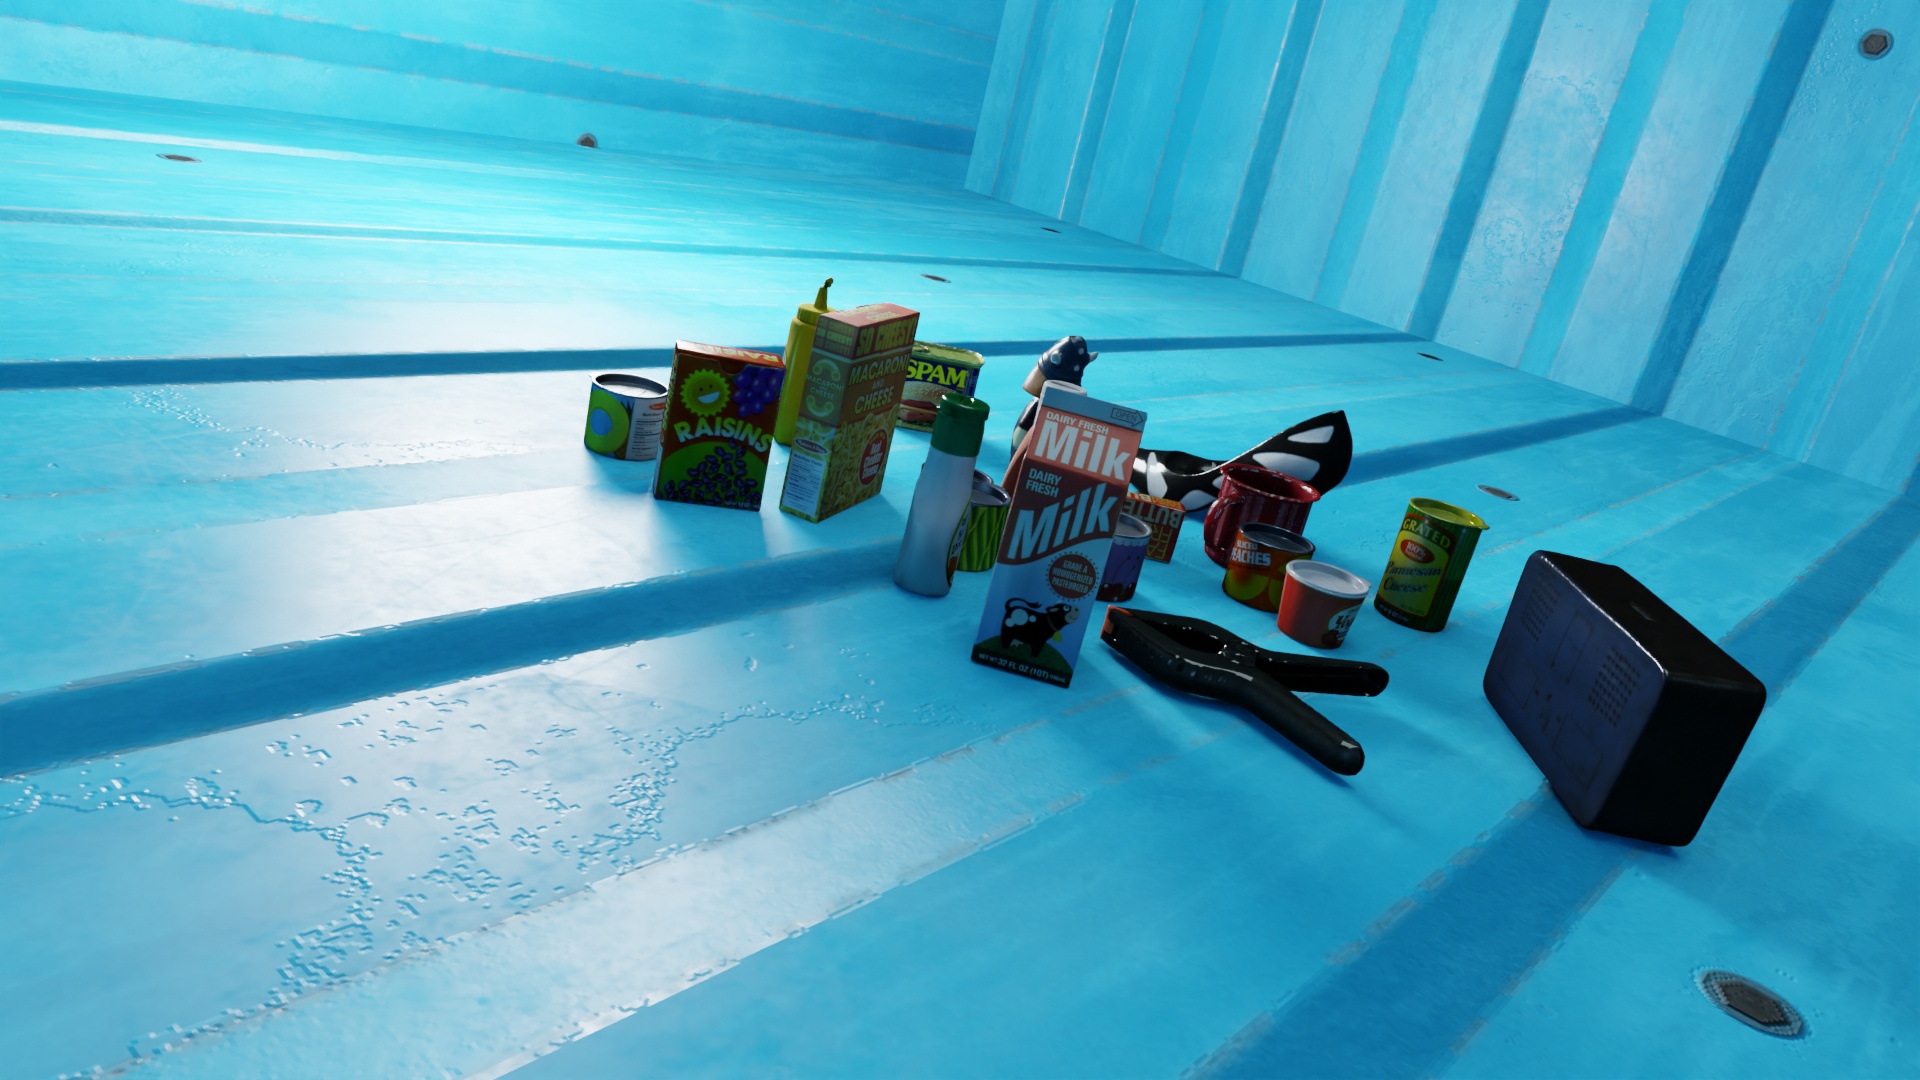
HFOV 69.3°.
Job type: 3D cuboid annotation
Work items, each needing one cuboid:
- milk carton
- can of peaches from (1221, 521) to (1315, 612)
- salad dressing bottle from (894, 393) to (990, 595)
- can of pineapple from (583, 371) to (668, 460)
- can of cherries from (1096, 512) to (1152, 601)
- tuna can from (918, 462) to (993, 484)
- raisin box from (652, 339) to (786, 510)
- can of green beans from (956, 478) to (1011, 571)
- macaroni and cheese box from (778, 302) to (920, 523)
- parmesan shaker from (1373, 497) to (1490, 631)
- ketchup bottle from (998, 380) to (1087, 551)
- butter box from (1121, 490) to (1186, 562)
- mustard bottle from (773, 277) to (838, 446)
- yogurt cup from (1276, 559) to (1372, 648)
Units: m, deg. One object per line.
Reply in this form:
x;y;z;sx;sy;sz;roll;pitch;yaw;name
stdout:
0.067;-0.006;0.938;0.072;0.189;0.074;15;19;4;milk carton
0.261;0.023;1.188;0.071;0.057;0.071;12;19;-4;can of peaches
-0.013;-0.034;1.025;0.044;0.147;0.064;15;19;2;salad dressing bottle
-0.283;-0.106;1.175;0.071;0.057;0.071;12;19;-4;can of pineapple
0.113;0.010;1.122;0.071;0.058;0.072;12;19;-4;can of cherries
-0.006;-0.043;1.228;0.071;0.032;0.071;12;19;-4;tuna can
-0.192;-0.090;1.096;0.086;0.123;0.040;7;20;-18;raisin box
0.002;-0.014;1.115;0.071;0.057;0.071;12;19;-4;can of green beans
-0.091;-0.109;1.152;0.040;0.165;0.124;20;20;17;macaroni and cheese box
0.414;0.022;1.225;0.071;0.102;0.071;12;19;-4;parmesan shaker
0.068;-0.056;1.138;0.065;0.148;0.044;21;20;19;ketchup bottle
0.142;-0.018;1.227;0.103;0.053;0.024;13;19;-2;butter box
-0.140;-0.168;1.290;0.049;0.159;0.065;10;19;-11;mustard bottle
0.292;0.053;1.132;0.072;0.053;0.072;12;19;-4;yogurt cup
